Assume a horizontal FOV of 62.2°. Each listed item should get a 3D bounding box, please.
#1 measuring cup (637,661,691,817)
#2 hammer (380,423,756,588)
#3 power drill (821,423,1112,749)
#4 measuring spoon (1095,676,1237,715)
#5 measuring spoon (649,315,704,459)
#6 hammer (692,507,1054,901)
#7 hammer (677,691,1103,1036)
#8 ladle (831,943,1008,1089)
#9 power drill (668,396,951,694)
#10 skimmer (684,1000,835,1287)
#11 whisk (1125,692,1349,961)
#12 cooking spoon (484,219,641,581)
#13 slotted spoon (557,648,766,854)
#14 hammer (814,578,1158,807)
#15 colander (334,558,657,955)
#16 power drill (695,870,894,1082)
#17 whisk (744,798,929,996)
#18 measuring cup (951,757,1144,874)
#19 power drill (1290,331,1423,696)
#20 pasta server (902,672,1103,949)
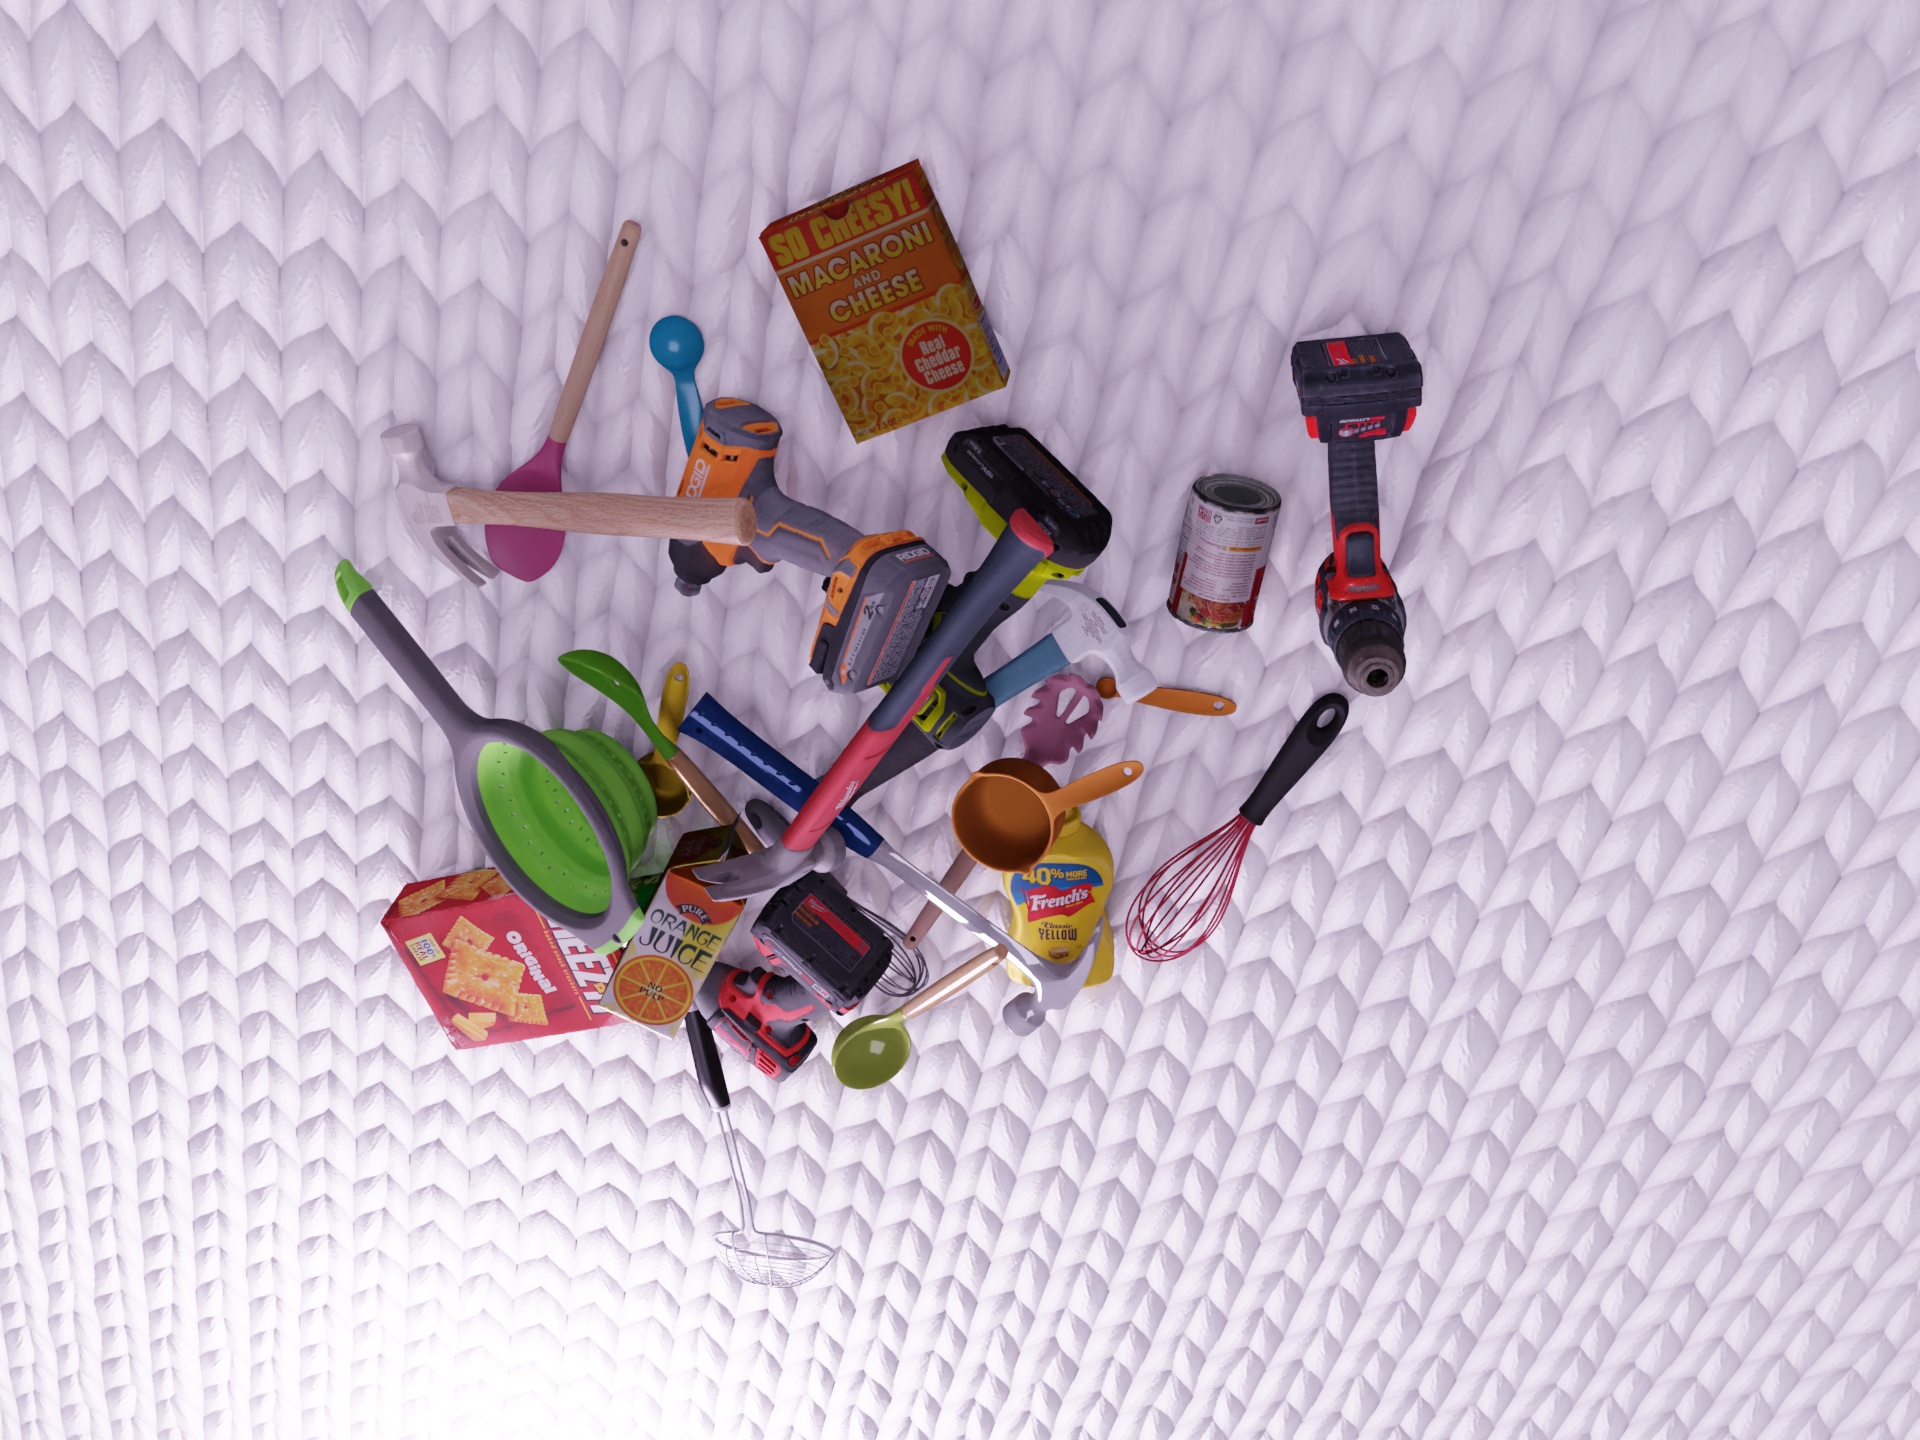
[{"bbox_3d":[-0.250,0.013,1.368,0.062,0.029,0.156,16,118,-1],"label":"measuring cup"},{"bbox_3d":[-0.300,-0.158,1.220,0.331,0.031,0.130,7,124,26],"label":"hammer"},{"bbox_3d":[-0.004,-0.110,1.214,0.171,0.080,0.223,47,121,13],"label":"power drill"},{"bbox_3d":[0.167,-0.020,1.296,0.117,0.011,0.021,9,122,-1],"label":"measuring spoon"},{"bbox_3d":[-0.210,-0.243,1.215,0.042,0.021,0.128,-2,120,10],"label":"measuring spoon"},{"bbox_3d":[-0.060,-0.003,1.167,0.038,0.143,0.386,52,125,20],"label":"hammer"},{"bbox_3d":[-0.059,0.110,1.335,0.405,0.035,0.144,37,127,-7],"label":"hammer"},{"bbox_3d":[-0.032,0.259,1.391,0.078,0.062,0.320,1,155,-27],"label":"ladle"},{"bbox_3d":[-0.130,-0.118,1.203,0.227,0.084,0.164,39,123,20],"label":"power drill"},{"bbox_3d":[-0.217,0.423,1.599,0.127,0.090,0.363,-4,109,20],"label":"skimmer"},{"bbox_3d":[0.230,0.094,1.326,0.073,0.073,0.295,30,114,-9],"label":"whisk"},{"bbox_3d":[-0.304,-0.241,1.233,0.069,0.017,0.318,29,121,-1],"label":"cooking spoon"},{"bbox_3d":[-0.231,0.043,1.343,0.070,0.031,0.313,11,146,42],"label":"slotted spoon"},{"bbox_3d":[-0.002,-0.004,1.296,0.331,0.033,0.128,-32,84,30],"label":"hammer"},{"bbox_3d":[-0.377,0.010,1.352,0.397,0.094,0.204,52,140,1],"label":"colander"},{"bbox_3d":[-0.164,0.231,1.427,0.143,0.078,0.219,42,136,0],"label":"power drill"},{"bbox_3d":[-0.112,0.160,1.424,0.055,0.055,0.239,-33,105,24],"label":"whisk"},{"bbox_3d":[0.076,0.059,1.275,0.173,0.052,0.095,-24,100,27],"label":"measuring cup"},{"bbox_3d":[0.279,-0.140,1.108,0.080,0.188,0.226,-4,115,10],"label":"power drill"},{"bbox_3d":[0.028,0.084,1.347,0.060,0.040,0.316,36,116,6],"label":"pasta server"}]
